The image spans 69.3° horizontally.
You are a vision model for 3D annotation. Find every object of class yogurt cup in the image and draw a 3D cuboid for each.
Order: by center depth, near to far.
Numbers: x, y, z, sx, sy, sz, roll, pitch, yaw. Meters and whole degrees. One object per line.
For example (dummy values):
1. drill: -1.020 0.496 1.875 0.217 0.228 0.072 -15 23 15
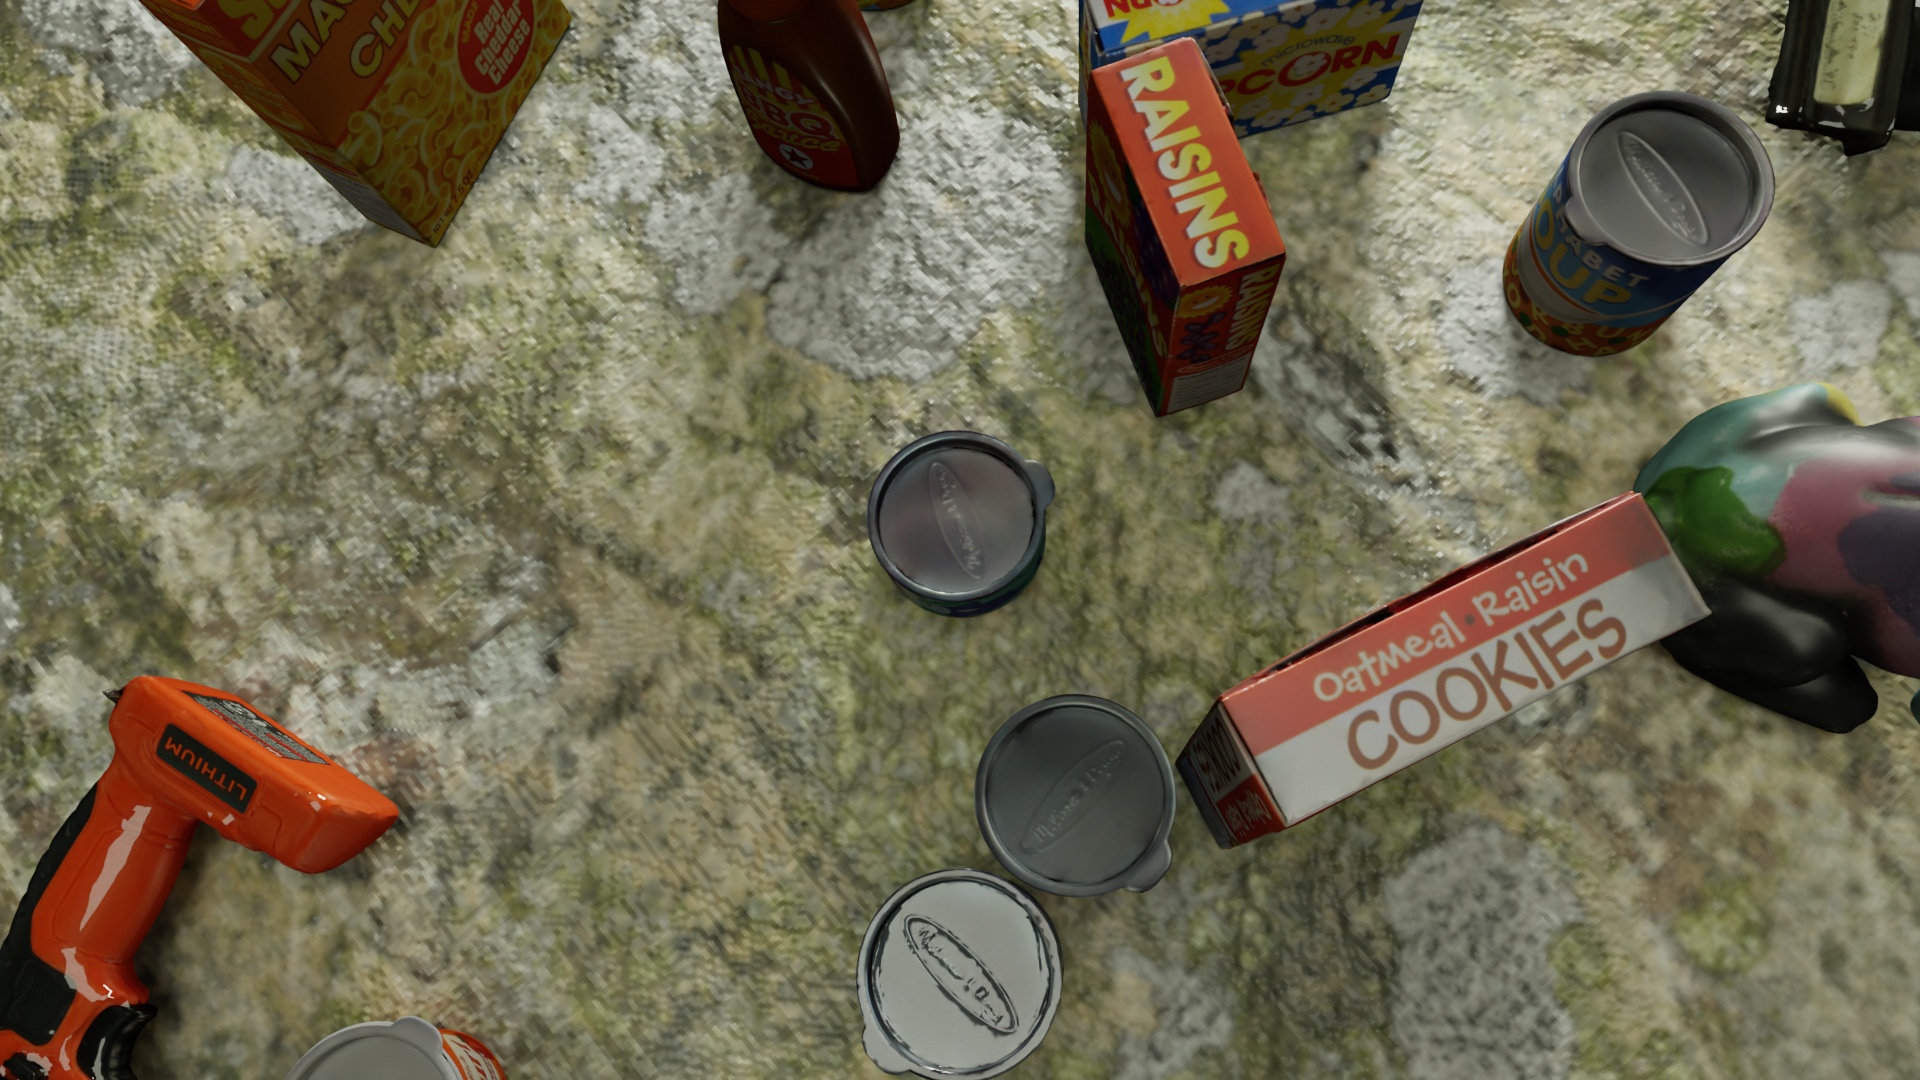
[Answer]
1. yogurt cup: -0.190 0.198 0.474 0.072 0.054 0.072 -1 75 5

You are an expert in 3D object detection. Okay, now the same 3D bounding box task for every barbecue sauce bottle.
1. barbecue sauce bottle: -0.062 -0.187 0.517 0.065 0.148 0.044 26 79 11

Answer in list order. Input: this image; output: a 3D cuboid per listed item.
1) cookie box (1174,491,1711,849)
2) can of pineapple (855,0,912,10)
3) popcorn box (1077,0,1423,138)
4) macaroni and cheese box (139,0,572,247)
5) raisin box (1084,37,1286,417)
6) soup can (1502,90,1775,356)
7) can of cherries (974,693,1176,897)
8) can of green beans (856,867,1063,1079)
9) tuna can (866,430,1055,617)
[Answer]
1. cookie box: 0.133 0.048 0.428 0.123 0.167 0.040 -27 75 -2
2. can of pineapple: -0.039 -0.266 0.583 0.071 0.057 0.071 -1 75 5
3. popcorn box: 0.109 -0.193 0.538 0.127 0.085 0.038 -15 75 1
4. macaroni and cheese box: -0.220 -0.205 0.526 0.040 0.166 0.124 24 79 10
5. raisin box: 0.077 -0.106 0.497 0.040 0.123 0.086 -19 75 0
6. soup can: 0.239 -0.111 0.506 0.071 0.083 0.071 -1 75 5
7. can of cherries: 0.041 0.092 0.481 0.071 0.058 0.071 -1 75 5
8. can of green beans: 0.002 0.145 0.470 0.071 0.057 0.071 -1 75 5
9. tuna can: 0.002 -0.007 0.524 0.071 0.032 0.071 -1 75 4
